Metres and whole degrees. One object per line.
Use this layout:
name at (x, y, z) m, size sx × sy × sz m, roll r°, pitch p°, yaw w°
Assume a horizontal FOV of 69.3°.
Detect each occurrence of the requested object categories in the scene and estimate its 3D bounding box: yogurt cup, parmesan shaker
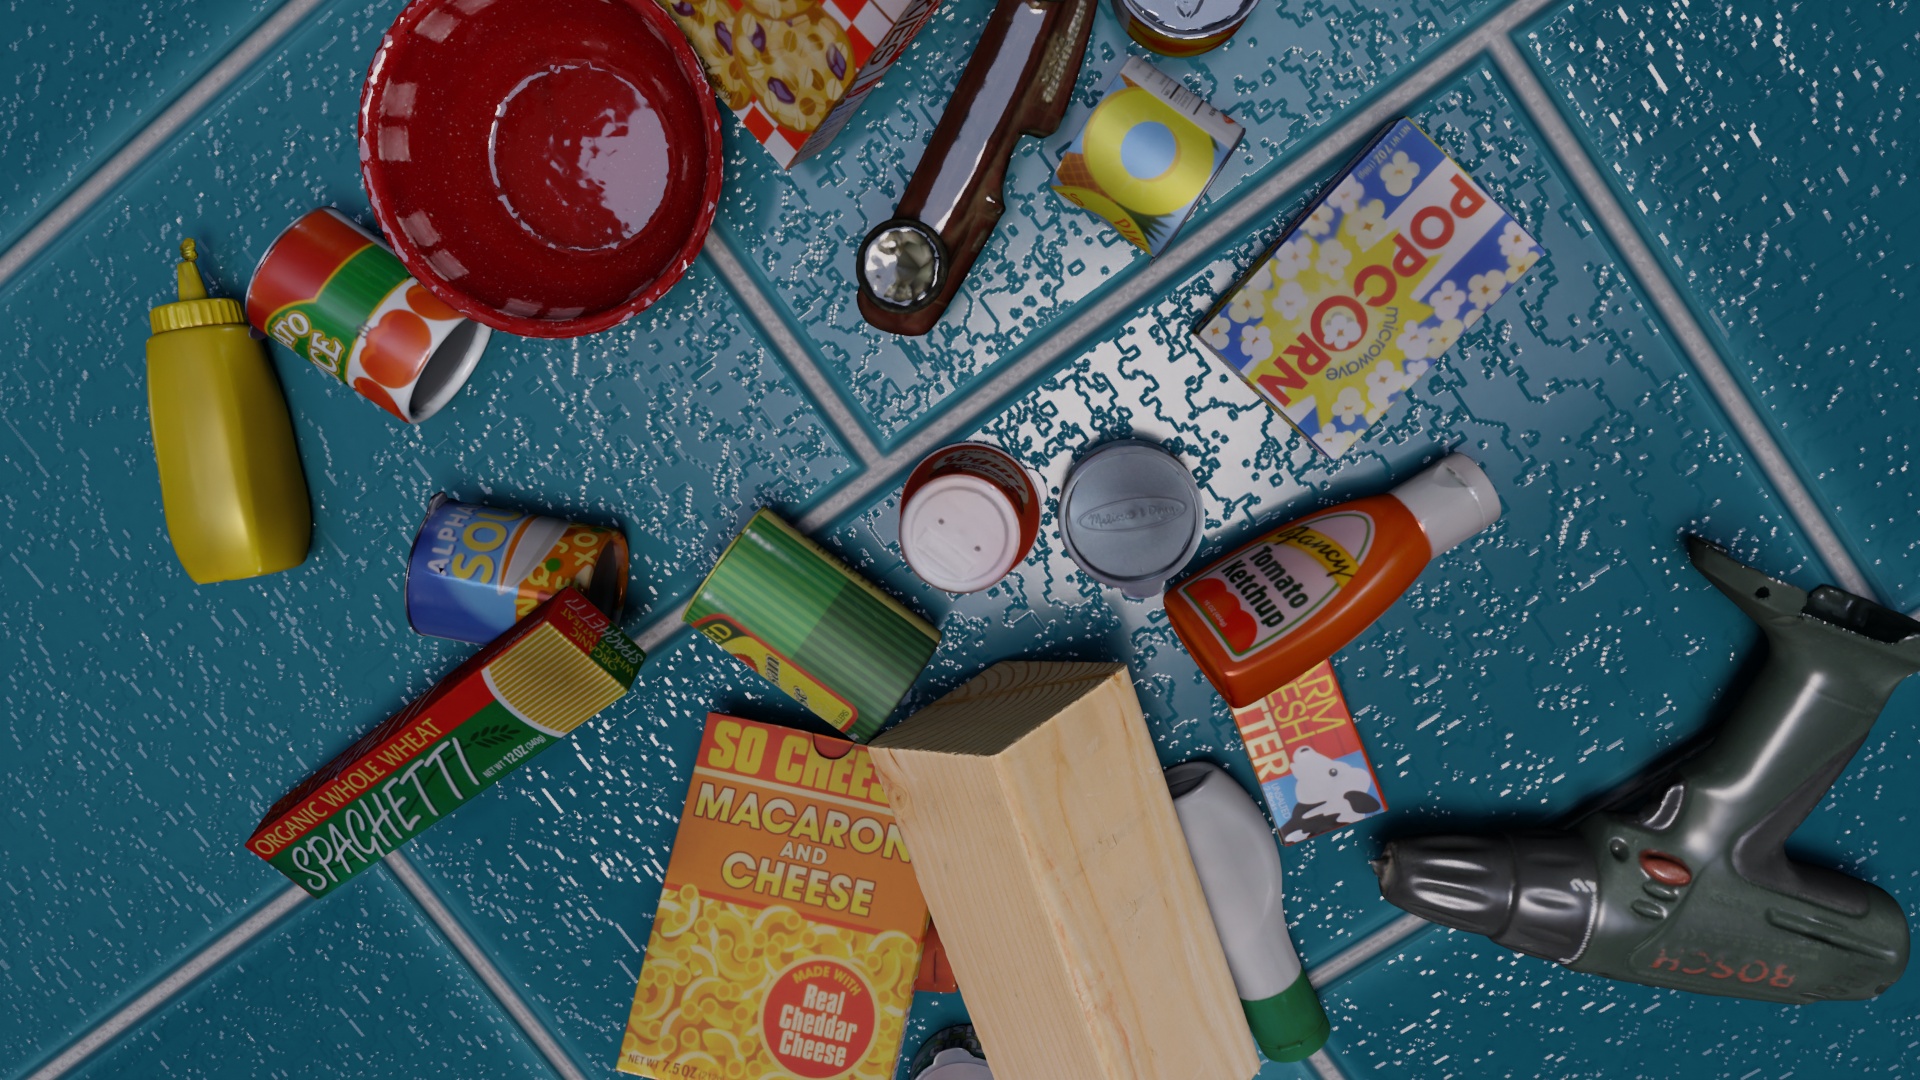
yogurt cup at (0.002, -0.008, 0.638) m, size 0.072 × 0.054 × 0.072 m, roll 1°, pitch 102°, yaw 6°
parmesan shaker at (-0.068, 0.040, 0.644) m, size 0.103 × 0.071 × 0.071 m, roll 36°, pitch 102°, yaw -3°

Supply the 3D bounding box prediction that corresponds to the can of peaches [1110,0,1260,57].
can of peaches at (0.097, -0.239, 0.581) m, size 0.071 × 0.058 × 0.071 m, roll 1°, pitch 101°, yaw 4°

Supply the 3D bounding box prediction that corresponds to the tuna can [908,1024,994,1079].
tuna can at (0.004, 0.281, 0.706) m, size 0.071 × 0.033 × 0.071 m, roll 1°, pitch 102°, yaw 5°

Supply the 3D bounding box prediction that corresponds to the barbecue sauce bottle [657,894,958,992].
barbecue sauce bottle at (-0.074, 0.202, 0.692) m, size 0.148 × 0.044 × 0.064 m, roll 2°, pitch 96°, yaw 4°

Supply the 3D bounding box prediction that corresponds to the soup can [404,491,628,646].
soup can at (-0.207, 0.017, 0.654) m, size 0.084 × 0.071 × 0.071 m, roll 9°, pitch 102°, yaw 3°

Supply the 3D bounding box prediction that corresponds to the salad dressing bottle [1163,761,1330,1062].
salad dressing bottle at (0.133, 0.180, 0.670) m, size 0.064 × 0.044 × 0.147 m, roll -23°, pitch 100°, yaw 16°

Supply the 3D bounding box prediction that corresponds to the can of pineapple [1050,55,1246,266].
can of pineapple at (0.078, -0.162, 0.594) m, size 0.058 × 0.071 × 0.071 m, roll 34°, pitch 102°, yaw -2°

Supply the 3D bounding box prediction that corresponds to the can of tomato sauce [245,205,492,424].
can of tomato sauce at (-0.270, -0.101, 0.636) m, size 0.083 × 0.071 × 0.071 m, roll 33°, pitch 103°, yaw -3°

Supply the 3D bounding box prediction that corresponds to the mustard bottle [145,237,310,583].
mustard bottle at (-0.350, -0.062, 0.656) m, size 0.049 × 0.065 × 0.160 m, roll -9°, pitch 95°, yaw 2°

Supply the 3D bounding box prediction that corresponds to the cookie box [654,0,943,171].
cookie box at (-0.063, -0.250, 0.558) m, size 0.123 × 0.040 × 0.166 m, roll 48°, pitch 136°, yaw -5°

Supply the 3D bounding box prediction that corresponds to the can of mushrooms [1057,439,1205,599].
can of mushrooms at (0.078, -0.011, 0.641) m, size 0.071 × 0.033 × 0.071 m, roll 1°, pitch 101°, yaw 4°

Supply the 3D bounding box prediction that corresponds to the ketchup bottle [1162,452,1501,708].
ketchup bottle at (0.168, 0.013, 0.622) m, size 0.149 × 0.065 × 0.043 m, roll -31°, pitch 138°, yaw -2°

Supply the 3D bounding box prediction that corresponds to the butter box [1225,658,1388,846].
butter box at (0.159, 0.089, 0.658) m, size 0.053 × 0.024 × 0.103 m, roll -22°, pitch 99°, yaw 9°

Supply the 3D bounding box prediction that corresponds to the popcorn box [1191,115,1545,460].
popcorn box at (0.176, -0.109, 0.610) m, size 0.085 × 0.038 × 0.126 m, roll 42°, pitch 102°, yaw -4°

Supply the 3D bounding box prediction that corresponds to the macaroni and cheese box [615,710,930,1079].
macaroni and cheese box at (-0.077, 0.174, 0.653) m, size 0.124 × 0.040 × 0.167 m, roll 11°, pitch 75°, yaw 3°

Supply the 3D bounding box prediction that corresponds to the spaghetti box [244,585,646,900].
spaghetti box at (-0.250, 0.102, 0.658) m, size 0.249 × 0.029 × 0.050 m, roll -33°, pitch 113°, yaw 26°
